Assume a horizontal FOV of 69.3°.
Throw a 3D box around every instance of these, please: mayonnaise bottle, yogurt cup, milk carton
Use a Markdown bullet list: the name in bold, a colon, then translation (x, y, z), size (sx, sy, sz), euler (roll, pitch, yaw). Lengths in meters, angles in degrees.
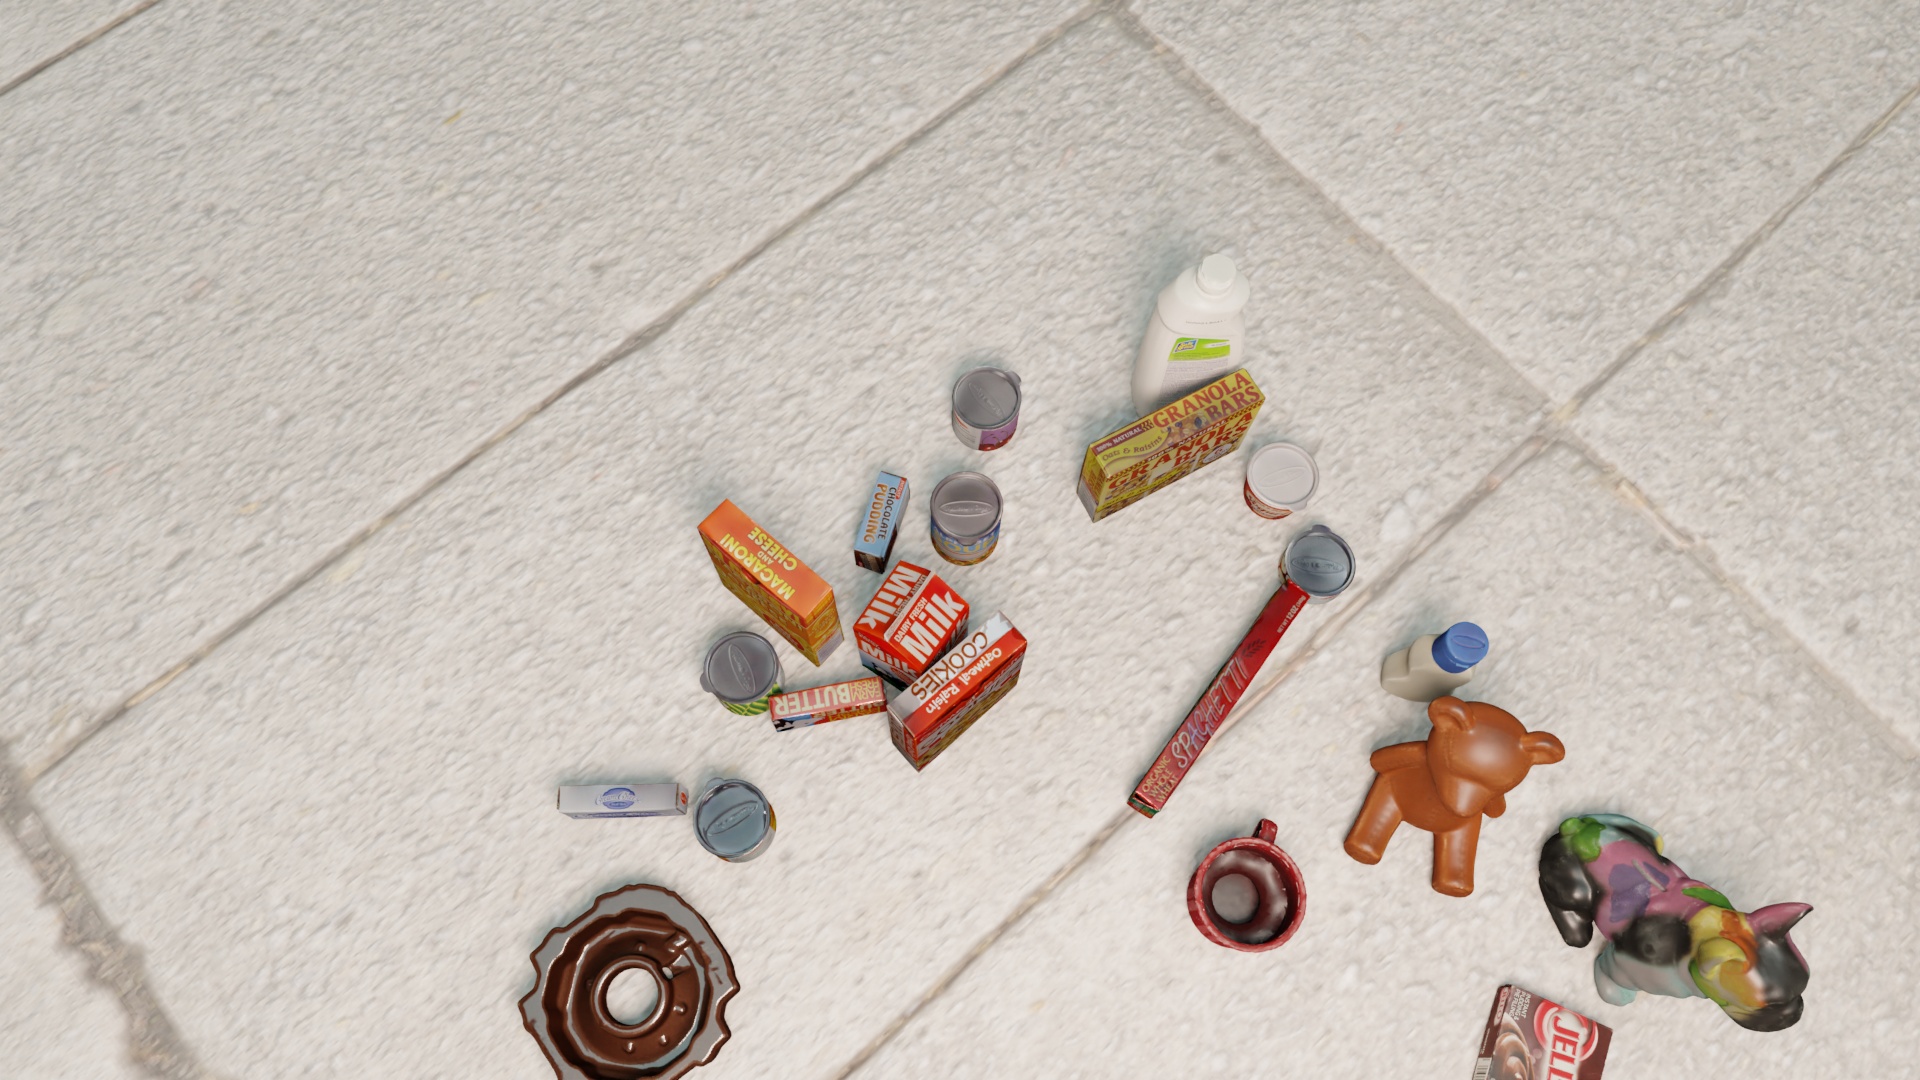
- **mayonnaise bottle**: translation (0.419, 0.107, 1.216), size (0.065, 0.147, 0.041), euler (12, 72, 3)
- **yogurt cup**: translation (0.301, -0.054, 1.319), size (0.072, 0.053, 0.072), euler (0, 71, -1)
- **milk carton**: translation (-0.041, 0.078, 1.194), size (0.073, 0.190, 0.072), euler (33, 74, 9)

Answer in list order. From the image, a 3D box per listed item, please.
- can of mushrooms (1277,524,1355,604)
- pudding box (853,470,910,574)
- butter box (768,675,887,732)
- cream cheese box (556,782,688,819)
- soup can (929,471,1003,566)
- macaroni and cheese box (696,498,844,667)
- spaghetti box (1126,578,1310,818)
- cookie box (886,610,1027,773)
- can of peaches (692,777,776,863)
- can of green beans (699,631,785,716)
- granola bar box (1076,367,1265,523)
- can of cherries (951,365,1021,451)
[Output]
- **can of mushrooms**: translation (0.334, 0.023, 1.304), size (0.071, 0.033, 0.071), euler (0, 71, -1)
- **pudding box**: translation (-0.073, -0.017, 1.301), size (0.030, 0.049, 0.084), euler (16, 71, 4)
- **butter box**: translation (-0.117, 0.146, 1.241), size (0.103, 0.053, 0.024), euler (-10, 72, -5)
- **cream cheese box**: translation (-0.293, 0.227, 1.209), size (0.104, 0.053, 0.024), euler (-1, 71, -2)
- **soup can**: translation (0.005, -0.016, 1.284), size (0.071, 0.083, 0.071), euler (0, 71, -1)
- **macaroni and cheese box**: translation (-0.163, 0.041, 1.217), size (0.124, 0.166, 0.040), euler (39, 75, 11)
- **spaghetti box**: translation (0.233, 0.142, 1.252), size (0.029, 0.050, 0.251), euler (36, 74, 10)
- **cookie box**: translation (-0.003, 0.133, 1.188), size (0.123, 0.167, 0.040), euler (-40, 77, -13)
- **can of peaches**: translation (-0.196, 0.242, 1.203), size (0.071, 0.058, 0.071), euler (0, 71, -1)
- **can of green beans**: translation (-0.193, 0.120, 1.246), size (0.071, 0.057, 0.071), euler (0, 71, -1)
- **granola bar box**: translation (0.192, -0.087, 1.292), size (0.166, 0.124, 0.039), euler (-27, 74, -10)
- **can of cherries**: translation (0.027, -0.127, 1.337), size (0.071, 0.058, 0.071), euler (0, 71, -1)
